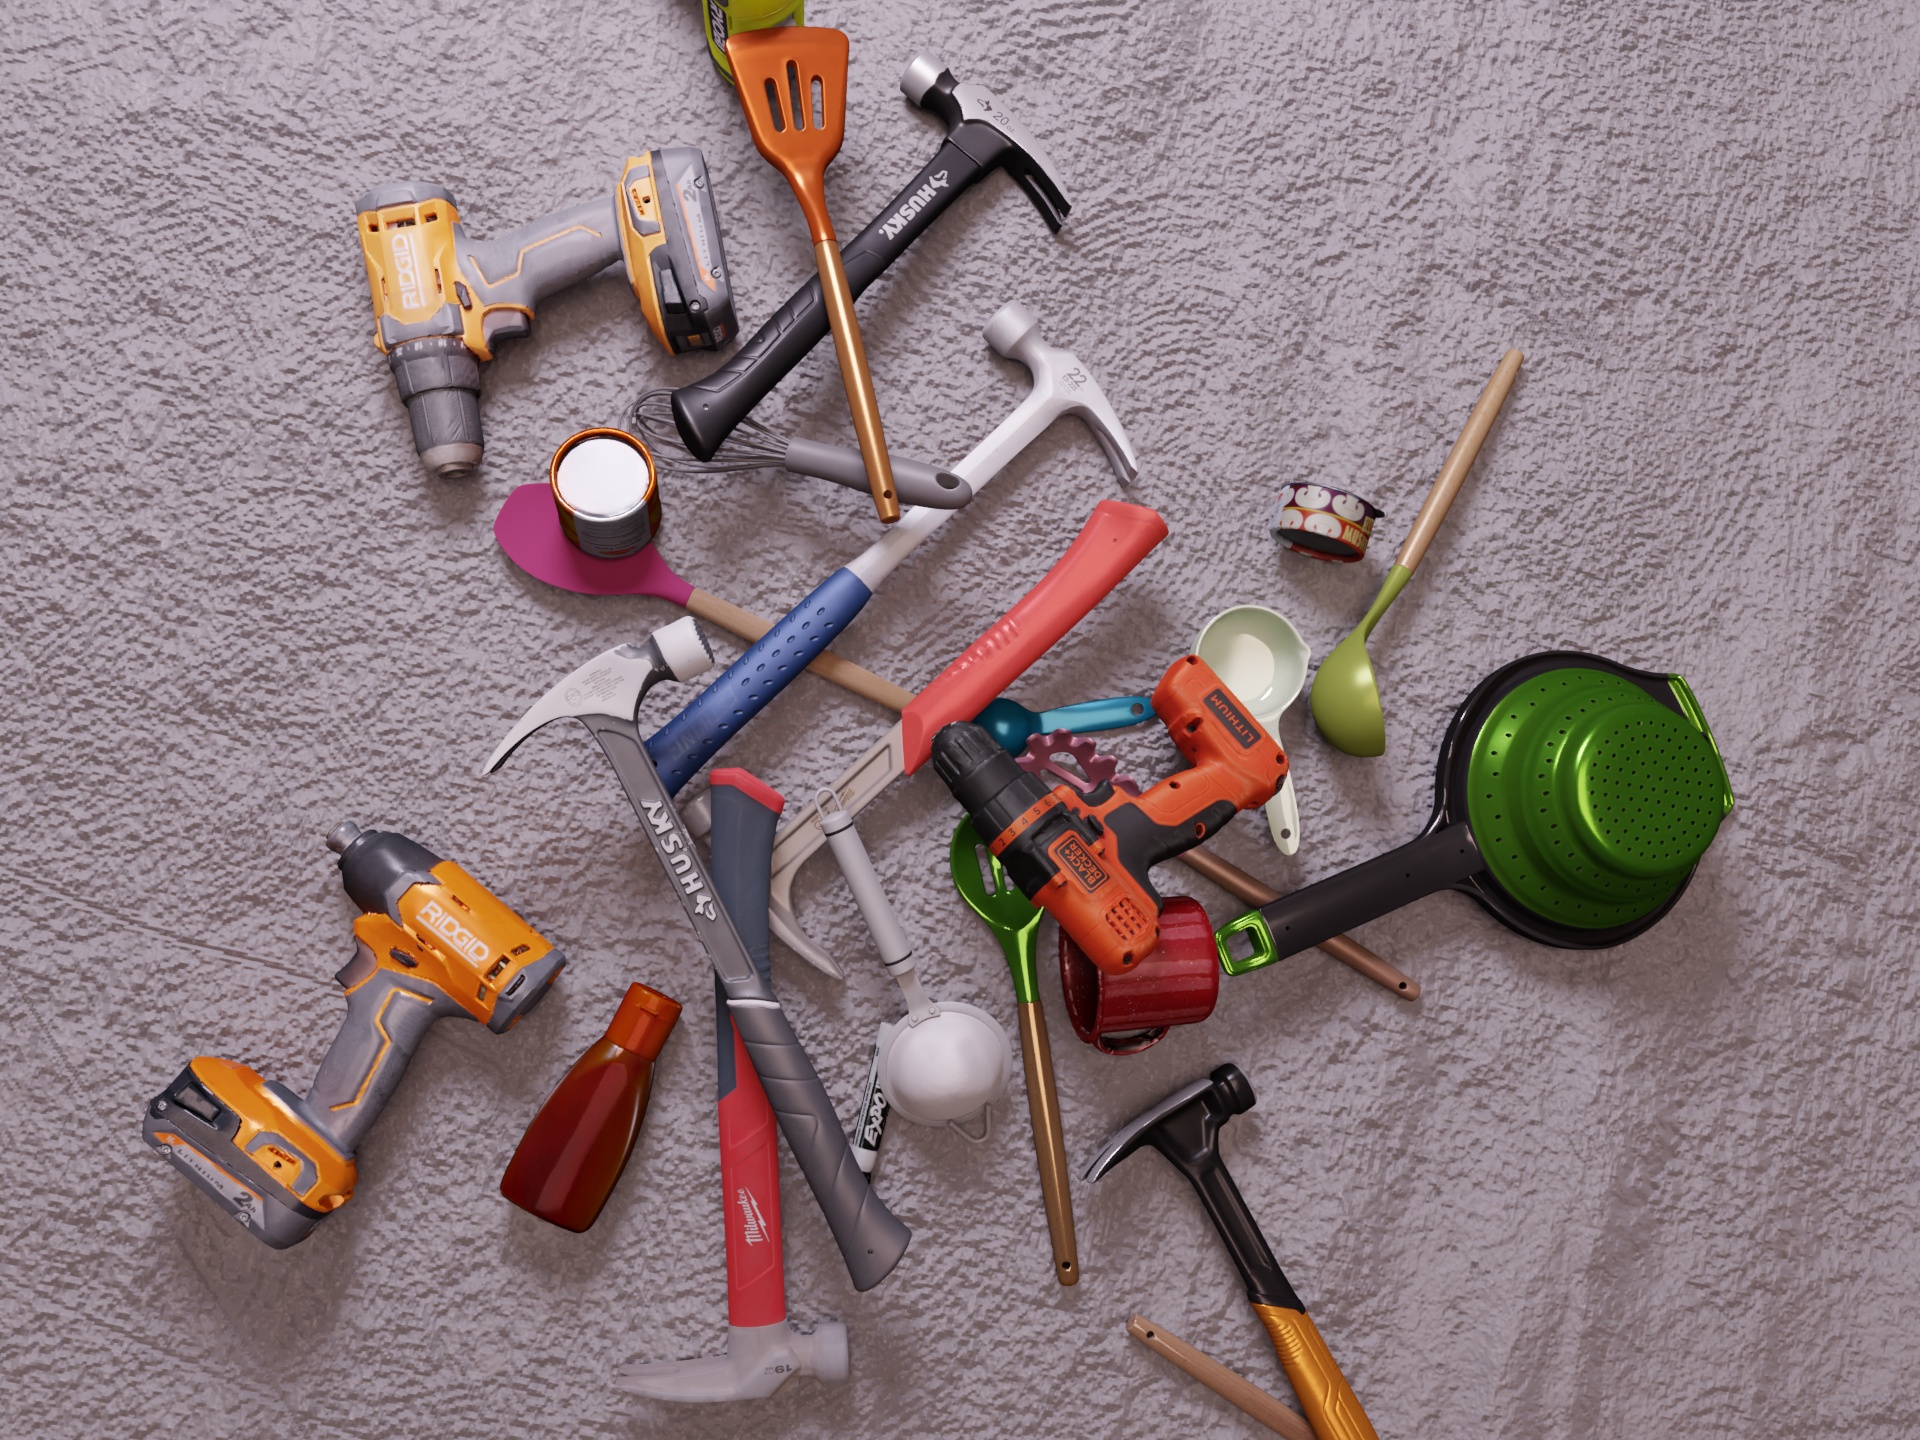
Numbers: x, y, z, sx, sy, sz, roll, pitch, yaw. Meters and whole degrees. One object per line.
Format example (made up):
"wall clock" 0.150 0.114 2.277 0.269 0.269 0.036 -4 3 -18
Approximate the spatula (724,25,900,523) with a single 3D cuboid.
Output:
"spatula" -0.077 -0.275 0.979 0.081 0.041 0.323 -10 77 -17

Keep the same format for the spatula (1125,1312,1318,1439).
"spatula" 0.239 0.475 1.029 0.316 0.018 0.060 34 81 -3

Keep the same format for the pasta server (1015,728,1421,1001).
"pasta server" 0.172 0.101 1.048 0.316 0.040 0.060 32 94 -4

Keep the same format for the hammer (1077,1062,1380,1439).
"hammer" 0.206 0.396 1.010 0.127 0.034 0.337 -28 86 -17

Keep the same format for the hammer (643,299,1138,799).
"hammer" -0.054 -0.093 1.027 0.144 0.035 0.405 45 78 1

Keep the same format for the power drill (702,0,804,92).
"power drill" -0.180 -0.528 0.995 0.080 0.190 0.228 -39 86 -10

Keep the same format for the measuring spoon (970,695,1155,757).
"measuring spoon" 0.070 -0.001 1.053 0.128 0.021 0.042 -8 86 -5

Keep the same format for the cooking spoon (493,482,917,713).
"cooking spoon" -0.153 -0.068 1.037 0.319 0.017 0.069 26 72 -3

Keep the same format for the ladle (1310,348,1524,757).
"ladle" 0.323 -0.118 1.078 0.062 0.078 0.320 26 76 17

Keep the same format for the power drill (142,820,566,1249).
"power drill" -0.374 0.180 0.960 0.164 0.084 0.226 41 78 -1

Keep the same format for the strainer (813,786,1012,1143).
"strainer" -0.035 0.159 0.989 0.087 0.050 0.258 -24 98 -2

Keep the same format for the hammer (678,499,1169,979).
"hammer" -0.002 -0.003 1.018 0.359 0.037 0.149 -42 92 -1

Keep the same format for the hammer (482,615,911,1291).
"hammer" -0.136 0.152 0.941 0.149 0.036 0.409 -26 94 -2

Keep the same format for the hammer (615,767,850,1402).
"hammer" -0.147 0.223 0.979 0.143 0.038 0.386 -2 92 -5

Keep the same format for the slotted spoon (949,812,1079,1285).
"slotted spoon" 0.046 0.207 1.029 0.070 0.031 0.314 -9 88 7

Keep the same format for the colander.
"colander" 0.351 0.077 1.025 0.397 0.094 0.204 -21 88 -13

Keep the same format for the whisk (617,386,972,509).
"whisk" -0.106 -0.167 1.008 0.239 0.055 0.055 15 83 12

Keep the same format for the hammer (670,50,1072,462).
"hammer" -0.065 -0.286 1.025 0.146 0.035 0.335 39 69 -1

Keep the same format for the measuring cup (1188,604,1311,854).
"measuring cup" 0.198 0.007 1.061 0.083 0.038 0.167 -11 89 -7

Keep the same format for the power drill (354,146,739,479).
"power drill" -0.259 -0.261 1.014 0.226 0.084 0.185 -11 86 -3
